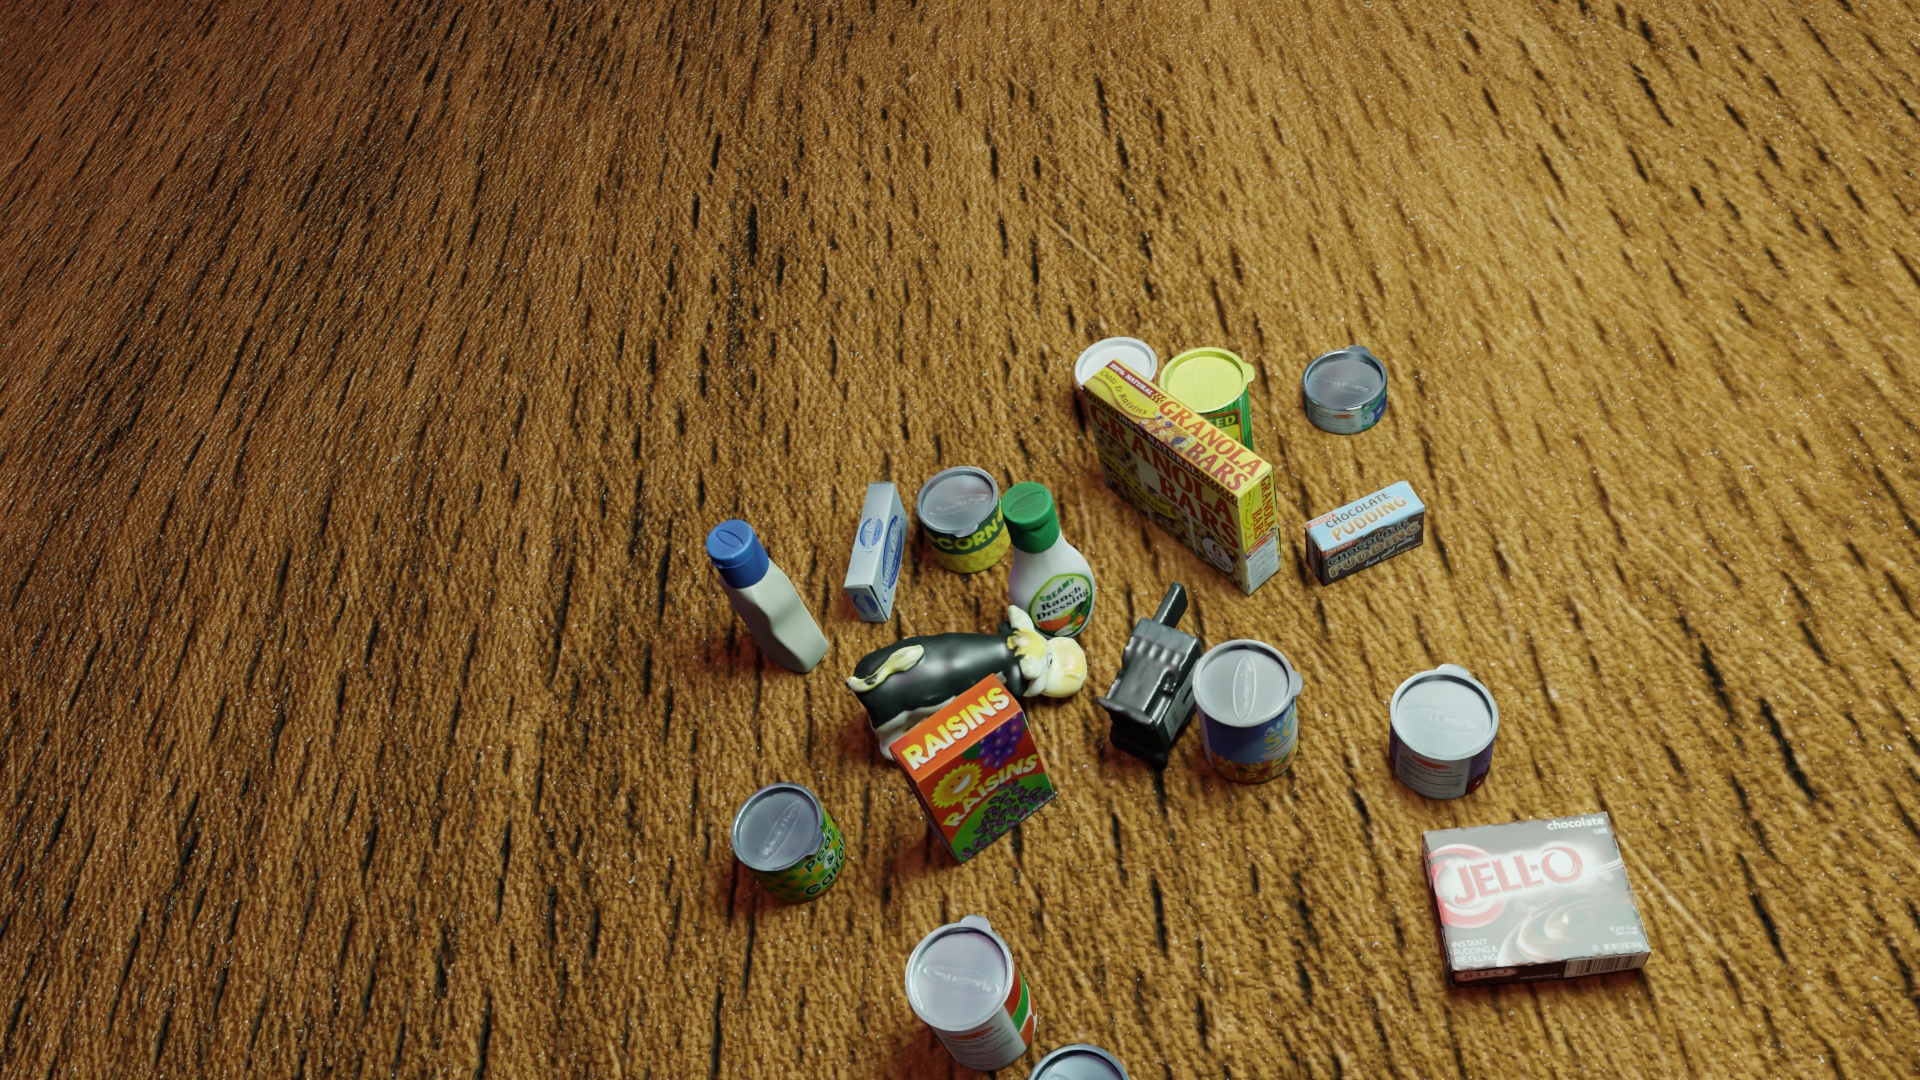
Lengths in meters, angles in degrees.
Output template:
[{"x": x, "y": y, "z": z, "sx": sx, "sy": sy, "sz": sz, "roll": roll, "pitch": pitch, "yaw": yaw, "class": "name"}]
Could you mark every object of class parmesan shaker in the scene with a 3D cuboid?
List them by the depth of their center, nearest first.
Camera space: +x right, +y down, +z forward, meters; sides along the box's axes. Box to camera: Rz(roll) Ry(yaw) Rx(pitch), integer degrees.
[{"x": 0.197, "y": -0.092, "z": 1.083, "sx": 0.071, "sy": 0.102, "sz": 0.072, "roll": -8, "pitch": 52, "yaw": 10, "class": "parmesan shaker"}]

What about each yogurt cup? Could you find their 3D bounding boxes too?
[{"x": 0.133, "y": -0.129, "z": 1.162, "sx": 0.072, "sy": 0.053, "sz": 0.073, "roll": -8, "pitch": 52, "yaw": 10, "class": "yogurt cup"}]

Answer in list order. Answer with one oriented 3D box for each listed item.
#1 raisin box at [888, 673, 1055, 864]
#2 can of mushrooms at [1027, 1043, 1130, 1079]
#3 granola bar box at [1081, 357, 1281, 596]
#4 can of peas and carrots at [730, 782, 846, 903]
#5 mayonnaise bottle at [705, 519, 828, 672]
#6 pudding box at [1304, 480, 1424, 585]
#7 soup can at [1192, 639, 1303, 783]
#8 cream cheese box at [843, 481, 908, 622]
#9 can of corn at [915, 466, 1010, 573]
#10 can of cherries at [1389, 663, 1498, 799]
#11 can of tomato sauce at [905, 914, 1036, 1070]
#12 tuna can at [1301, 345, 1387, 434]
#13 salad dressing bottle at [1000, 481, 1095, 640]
[{"x": 0.010, "y": 0.155, "z": 0.933, "sx": 0.086, "sy": 0.122, "sz": 0.040, "roll": -33, "pitch": 52, "yaw": -10, "class": "raisin box"}, {"x": 0.071, "y": 0.341, "z": 0.829, "sx": 0.071, "sy": 0.033, "sz": 0.071, "roll": -8, "pitch": 52, "yaw": 10, "class": "can of mushrooms"}, {"x": 0.167, "y": -0.049, "z": 1.045, "sx": 0.039, "sy": 0.123, "sz": 0.166, "roll": -38, "pitch": 53, "yaw": -14, "class": "granola bar box"}, {"x": -0.117, "y": 0.212, "z": 0.967, "sx": 0.071, "sy": 0.058, "sz": 0.071, "roll": -8, "pitch": 52, "yaw": 10, "class": "can of peas and carrots"}, {"x": -0.149, "y": 0.042, "z": 1.050, "sx": 0.065, "sy": 0.147, "sz": 0.041, "roll": 27, "pitch": 65, "yaw": 31, "class": "mayonnaise bottle"}, {"x": 0.297, "y": -0.006, "z": 1.022, "sx": 0.084, "sy": 0.049, "sz": 0.030, "roll": -23, "pitch": 51, "yaw": -2, "class": "pudding box"}, {"x": 0.196, "y": 0.116, "z": 0.935, "sx": 0.071, "sy": 0.083, "sz": 0.072, "roll": -8, "pitch": 52, "yaw": 10, "class": "soup can"}, {"x": -0.066, "y": 0.009, "z": 1.112, "sx": 0.024, "sy": 0.053, "sz": 0.104, "roll": -1, "pitch": 53, "yaw": 16, "class": "cream cheese box"}, {"x": 0.004, "y": -0.014, "z": 1.107, "sx": 0.071, "sy": 0.058, "sz": 0.071, "roll": -8, "pitch": 52, "yaw": 10, "class": "can of corn"}, {"x": 0.316, "y": 0.125, "z": 0.910, "sx": 0.071, "sy": 0.058, "sz": 0.072, "roll": -8, "pitch": 52, "yaw": 10, "class": "can of cherries"}, {"x": 0.008, "y": 0.282, "z": 0.861, "sx": 0.071, "sy": 0.082, "sz": 0.071, "roll": -8, "pitch": 52, "yaw": 10, "class": "can of tomato sauce"}, {"x": 0.310, "y": -0.122, "z": 1.119, "sx": 0.071, "sy": 0.032, "sz": 0.071, "roll": -8, "pitch": 52, "yaw": 10, "class": "tuna can"}, {"x": 0.061, "y": 0.016, "z": 1.010, "sx": 0.064, "sy": 0.147, "sz": 0.044, "roll": -27, "pitch": 51, "yaw": -5, "class": "salad dressing bottle"}]
